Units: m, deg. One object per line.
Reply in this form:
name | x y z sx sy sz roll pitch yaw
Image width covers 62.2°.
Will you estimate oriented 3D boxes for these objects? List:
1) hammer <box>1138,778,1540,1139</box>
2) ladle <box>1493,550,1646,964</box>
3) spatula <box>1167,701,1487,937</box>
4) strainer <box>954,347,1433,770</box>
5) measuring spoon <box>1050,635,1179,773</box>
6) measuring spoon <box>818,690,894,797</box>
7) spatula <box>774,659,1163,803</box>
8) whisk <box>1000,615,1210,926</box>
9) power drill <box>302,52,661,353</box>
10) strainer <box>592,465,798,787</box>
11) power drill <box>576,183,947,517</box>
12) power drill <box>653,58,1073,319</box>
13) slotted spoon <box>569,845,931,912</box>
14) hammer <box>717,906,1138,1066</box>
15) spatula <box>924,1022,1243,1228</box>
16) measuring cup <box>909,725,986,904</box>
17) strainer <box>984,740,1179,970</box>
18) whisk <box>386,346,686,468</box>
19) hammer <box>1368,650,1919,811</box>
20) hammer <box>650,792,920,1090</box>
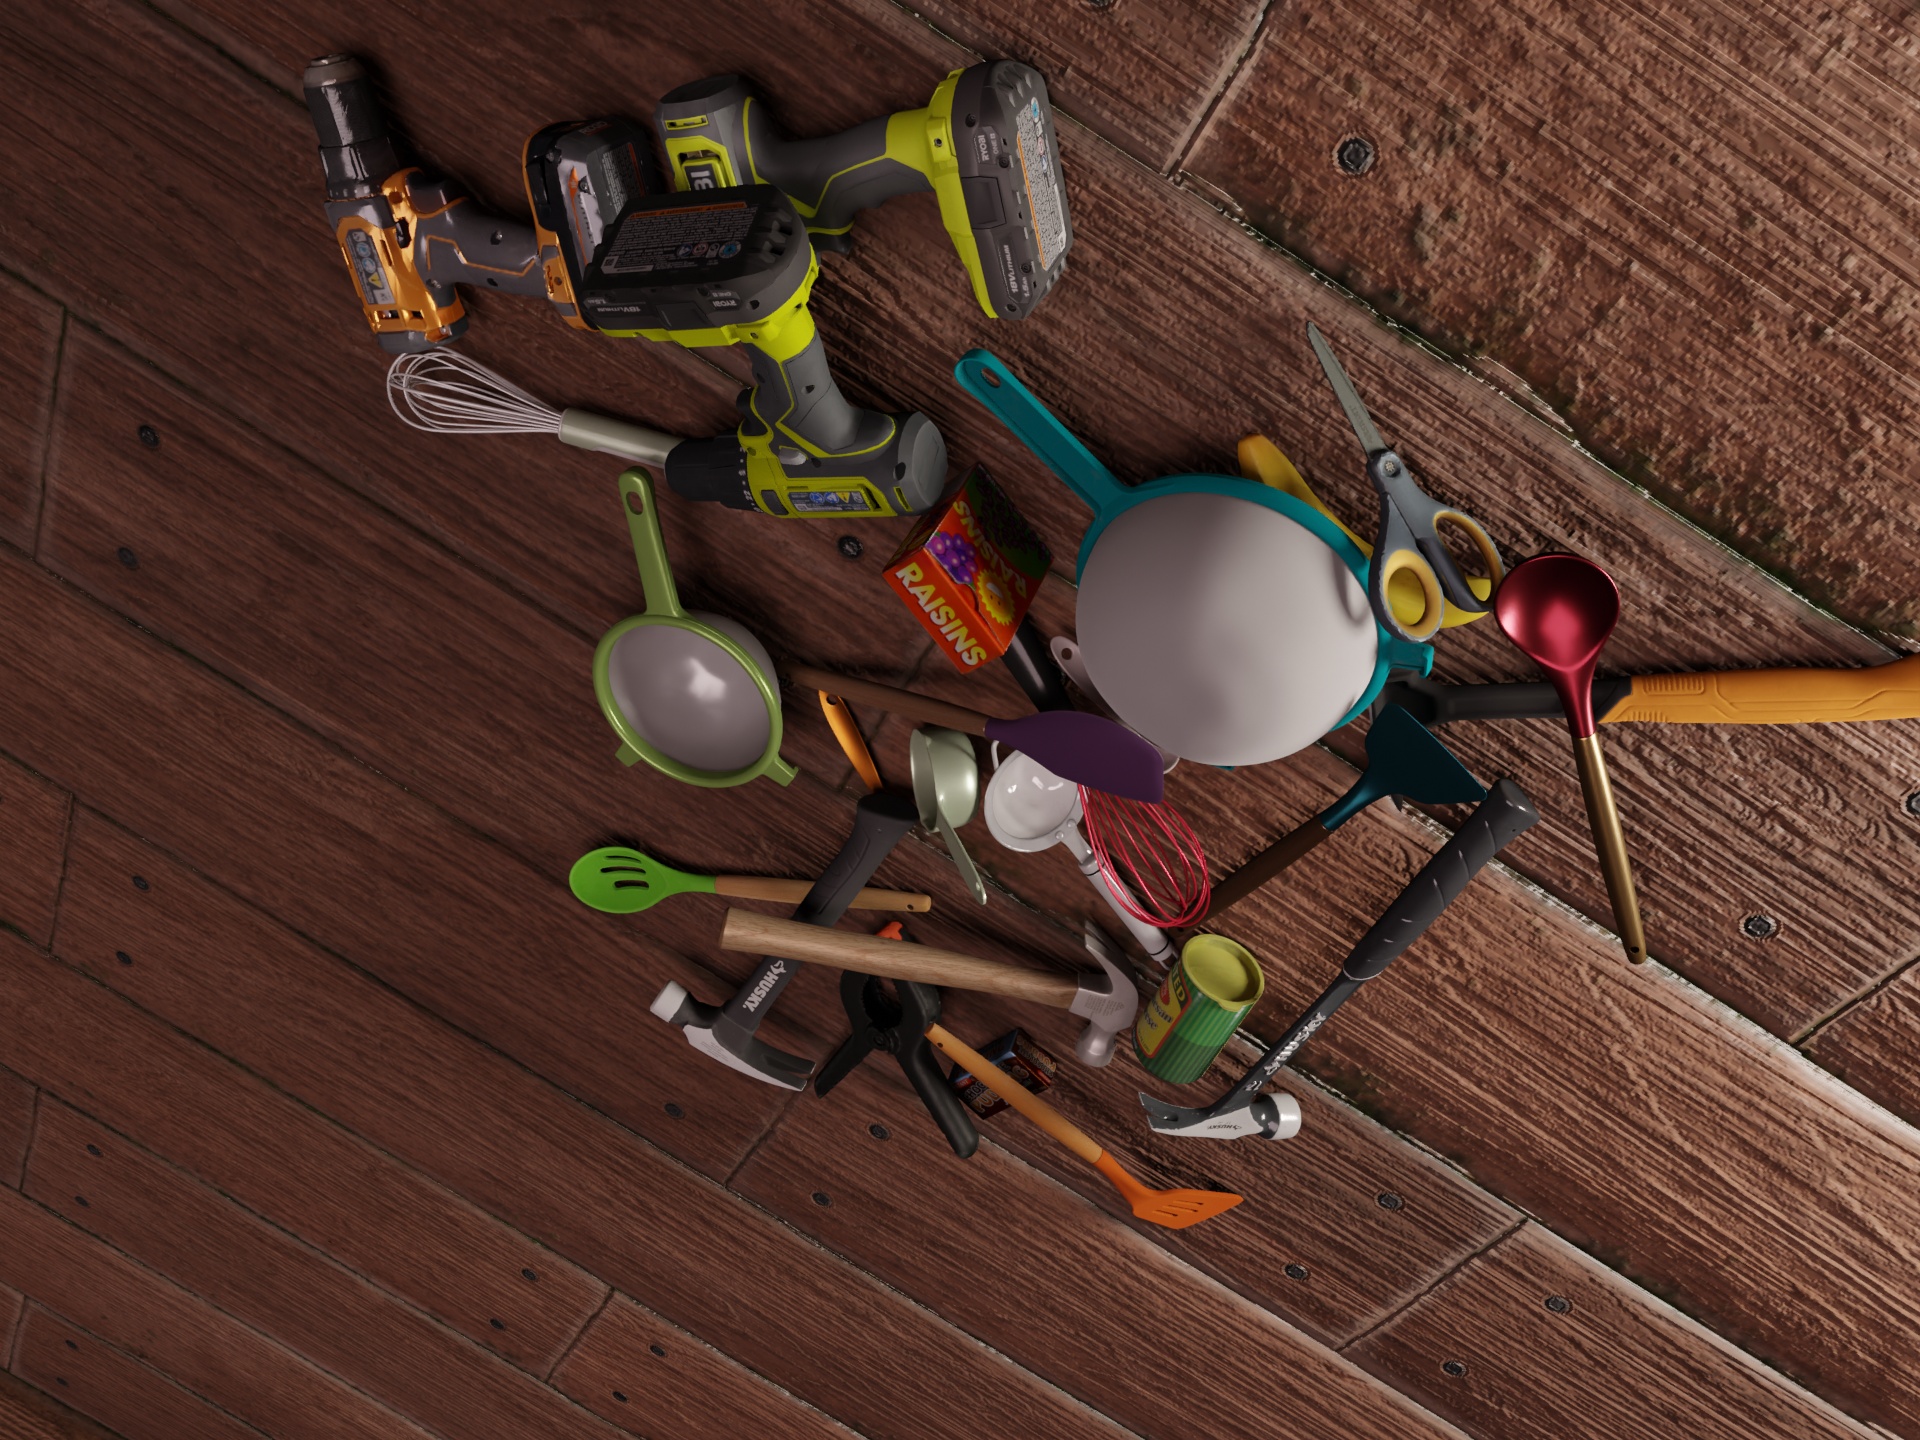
hammer | 0.269 0.182 1.118 0.149 0.036 0.408 5 135 -27
ladle | 0.390 0.029 0.978 0.069 0.031 0.315 -9 119 27
spatula | 0.229 0.085 1.084 0.082 0.044 0.317 45 137 3
strainer | 0.108 -0.084 0.975 0.340 0.095 0.211 43 141 -13
measuring spoon | 0.103 -0.012 1.091 0.124 0.034 0.018 46 168 -10
measuring spoon | -0.077 0.020 1.201 0.021 0.011 0.116 -15 114 29
spatula | -0.002 -0.004 1.099 0.316 0.018 0.059 15 127 30
whisk | 0.086 0.024 1.106 0.073 0.073 0.295 -25 103 32
power drill | -0.304 -0.329 1.000 0.226 0.084 0.185 3 123 24
strainer | -0.195 -0.073 1.140 0.151 0.069 0.256 6 125 20
power drill | -0.131 -0.204 0.961 0.190 0.080 0.228 3 150 24
power drill | -0.055 -0.295 0.933 0.223 0.080 0.171 2 129 23
slotted spoon | -0.175 0.138 1.308 0.314 0.031 0.070 3 123 16
hammer | -0.022 0.189 1.234 0.331 0.031 0.130 12 125 -7
spatula | 0.096 0.341 1.321 0.322 0.041 0.081 40 128 -15
measuring cup | 0.004 0.068 1.116 0.038 0.168 0.083 -10 130 -15
strainer | 0.090 0.099 1.174 0.087 0.050 0.258 -42 114 -8
whisk | -0.279 -0.205 1.096 0.246 0.058 0.059 16 97 4
hammer | 0.425 -0.007 0.980 0.337 0.034 0.127 -2 122 22
hammer | -0.123 0.176 1.279 0.146 0.035 0.334 34 125 -4
